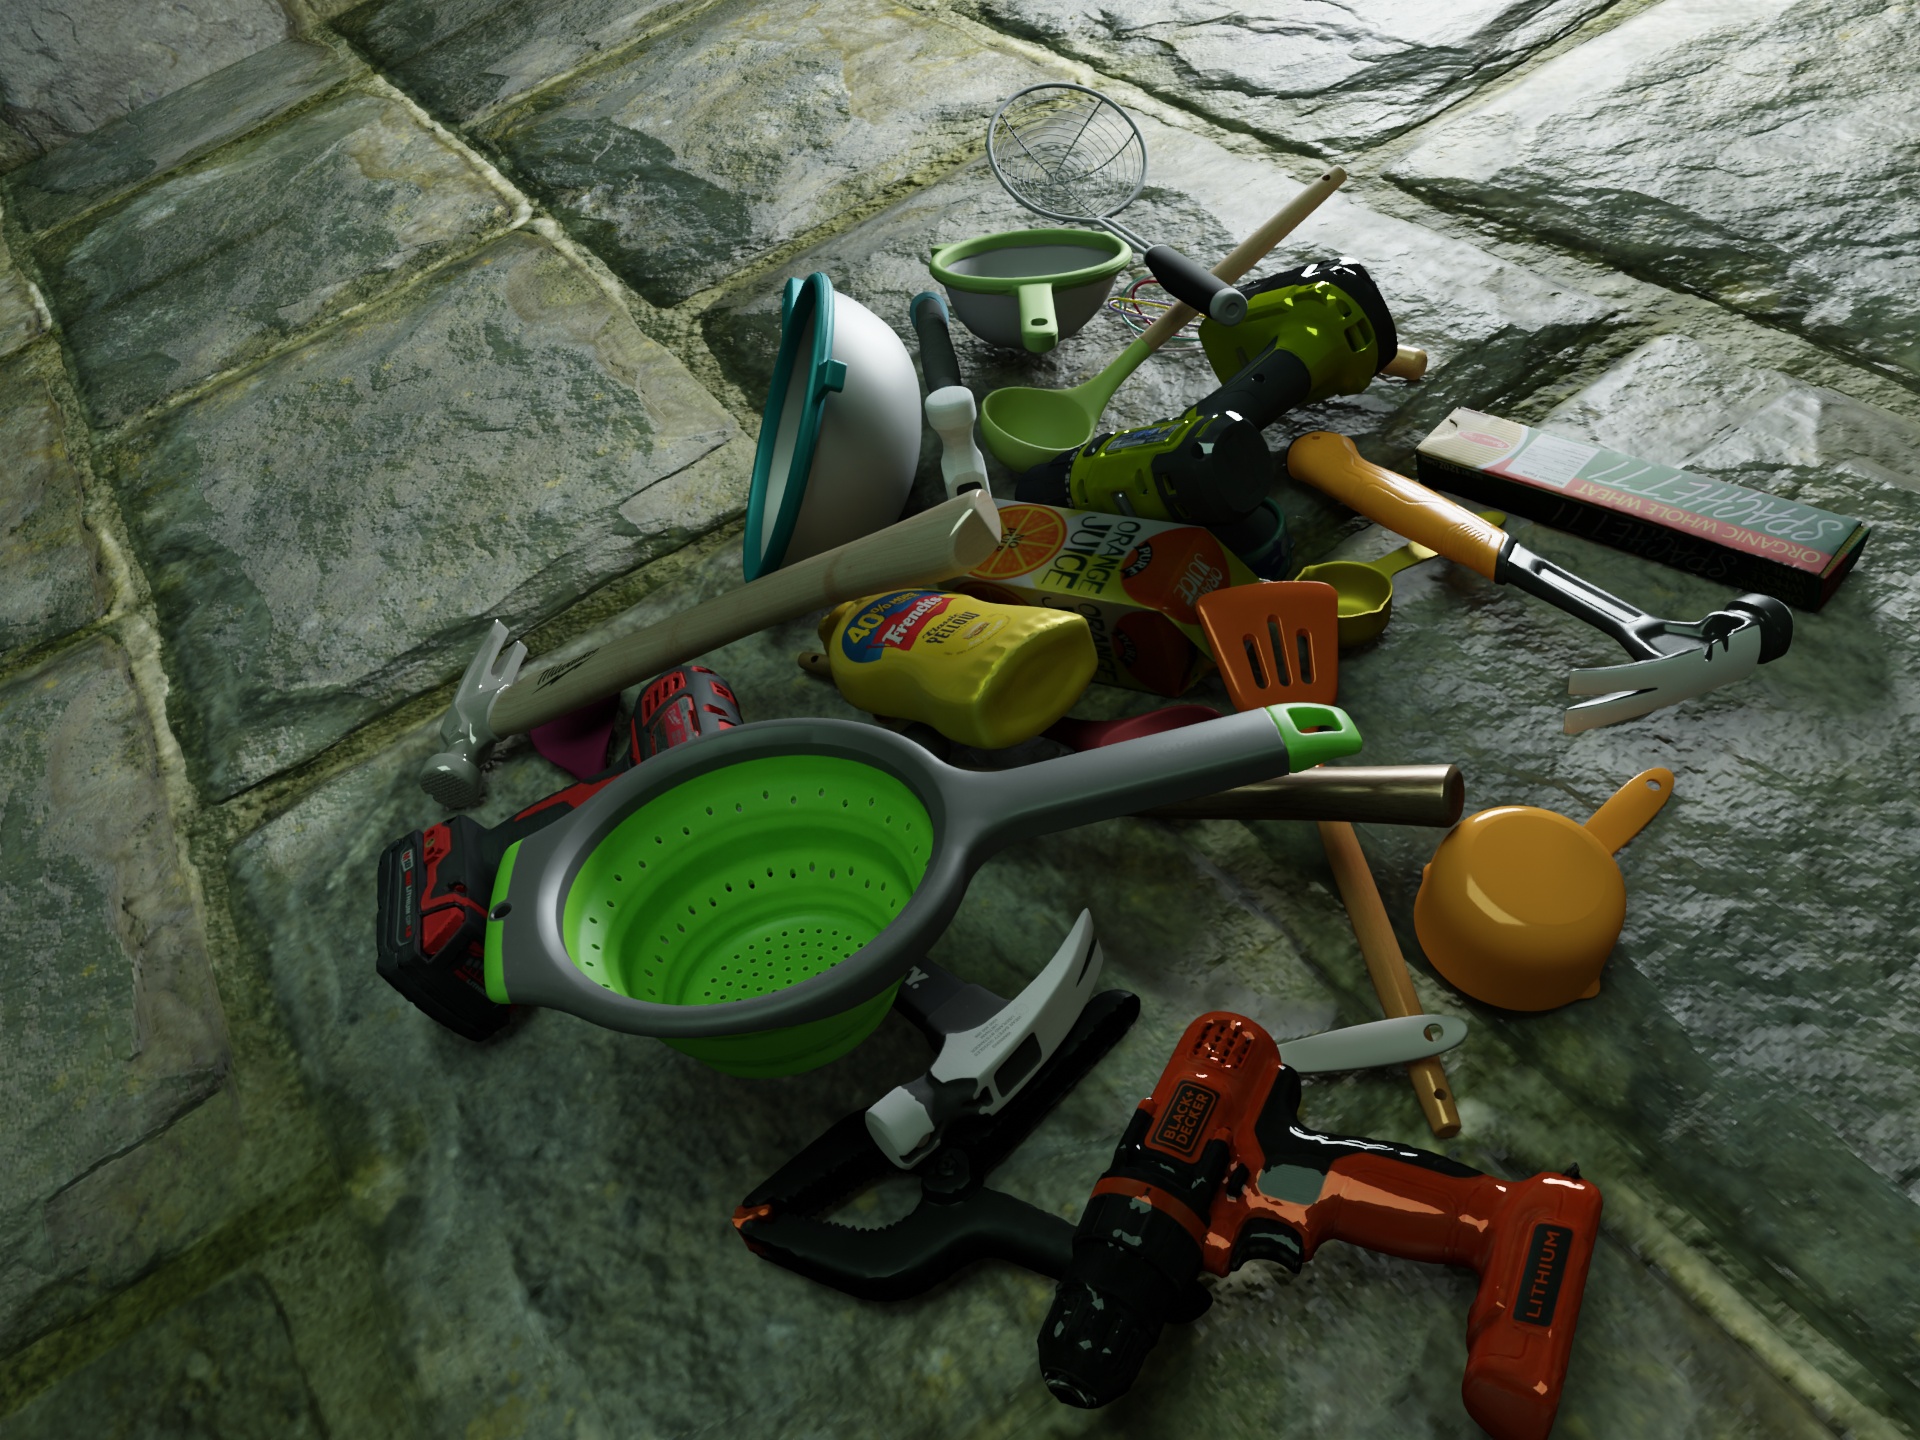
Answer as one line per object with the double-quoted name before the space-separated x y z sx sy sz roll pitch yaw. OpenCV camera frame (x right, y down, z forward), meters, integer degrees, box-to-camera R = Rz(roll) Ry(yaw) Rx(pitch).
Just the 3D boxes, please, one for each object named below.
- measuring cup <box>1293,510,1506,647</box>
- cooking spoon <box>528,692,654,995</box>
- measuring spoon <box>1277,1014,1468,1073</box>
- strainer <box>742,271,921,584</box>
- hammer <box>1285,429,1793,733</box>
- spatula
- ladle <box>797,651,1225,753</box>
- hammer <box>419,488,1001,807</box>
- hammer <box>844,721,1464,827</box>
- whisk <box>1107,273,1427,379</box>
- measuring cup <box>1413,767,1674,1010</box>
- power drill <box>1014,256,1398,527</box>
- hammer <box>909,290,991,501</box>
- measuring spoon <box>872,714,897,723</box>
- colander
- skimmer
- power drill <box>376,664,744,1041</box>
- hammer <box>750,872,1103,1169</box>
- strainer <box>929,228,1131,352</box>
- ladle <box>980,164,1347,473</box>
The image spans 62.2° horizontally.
"measuring cup" 0.260 -0.084 0.929 0.156 0.029 0.062 -25 39 -21
"cooking spoon" -0.216 0.061 0.964 0.069 0.017 0.319 -29 43 1
"measuring spoon" 0.164 0.146 0.714 0.124 0.018 0.034 -15 55 24
"strainer" -0.083 -0.222 1.110 0.095 0.210 0.341 11 36 -14
"hammer" 0.278 -0.095 0.879 0.127 0.034 0.337 -18 33 -16
"spatula" 0.189 0.054 0.790 0.081 0.041 0.323 -5 47 -5
"ladle" 0.022 -0.004 0.932 0.316 0.031 0.069 16 65 35
"hammer" -0.158 -0.062 0.975 0.410 0.038 0.146 -19 41 25
"hammer" 0.081 0.036 0.802 0.331 0.031 0.130 0 21 30
"whisk" 0.212 -0.275 1.122 0.245 0.047 0.051 21 69 31
"measuring cup" 0.287 0.059 0.740 0.173 0.052 0.095 -36 58 -23
"power drill" 0.153 -0.195 1.011 0.228 0.080 0.191 -44 25 -28
"hammer" -0.009 -0.229 1.118 0.033 0.128 0.331 -12 34 2
"measuring spoon" -0.001 -0.003 0.927 0.117 0.011 0.021 4 65 32
"colander" -0.010 0.076 0.732 0.397 0.094 0.205 -13 36 -1
"skimmer" 0.118 -0.370 1.117 0.127 0.090 0.364 -9 33 -13
"power drill" -0.207 0.072 0.869 0.219 0.078 0.143 -33 40 6
"hammer" -0.071 0.098 0.837 0.146 0.035 0.335 -36 39 -23
"strainer" 0.054 -0.292 1.153 0.151 0.069 0.257 -4 32 2
"ladle" 0.144 -0.283 1.096 0.320 0.062 0.078 -42 61 -3
